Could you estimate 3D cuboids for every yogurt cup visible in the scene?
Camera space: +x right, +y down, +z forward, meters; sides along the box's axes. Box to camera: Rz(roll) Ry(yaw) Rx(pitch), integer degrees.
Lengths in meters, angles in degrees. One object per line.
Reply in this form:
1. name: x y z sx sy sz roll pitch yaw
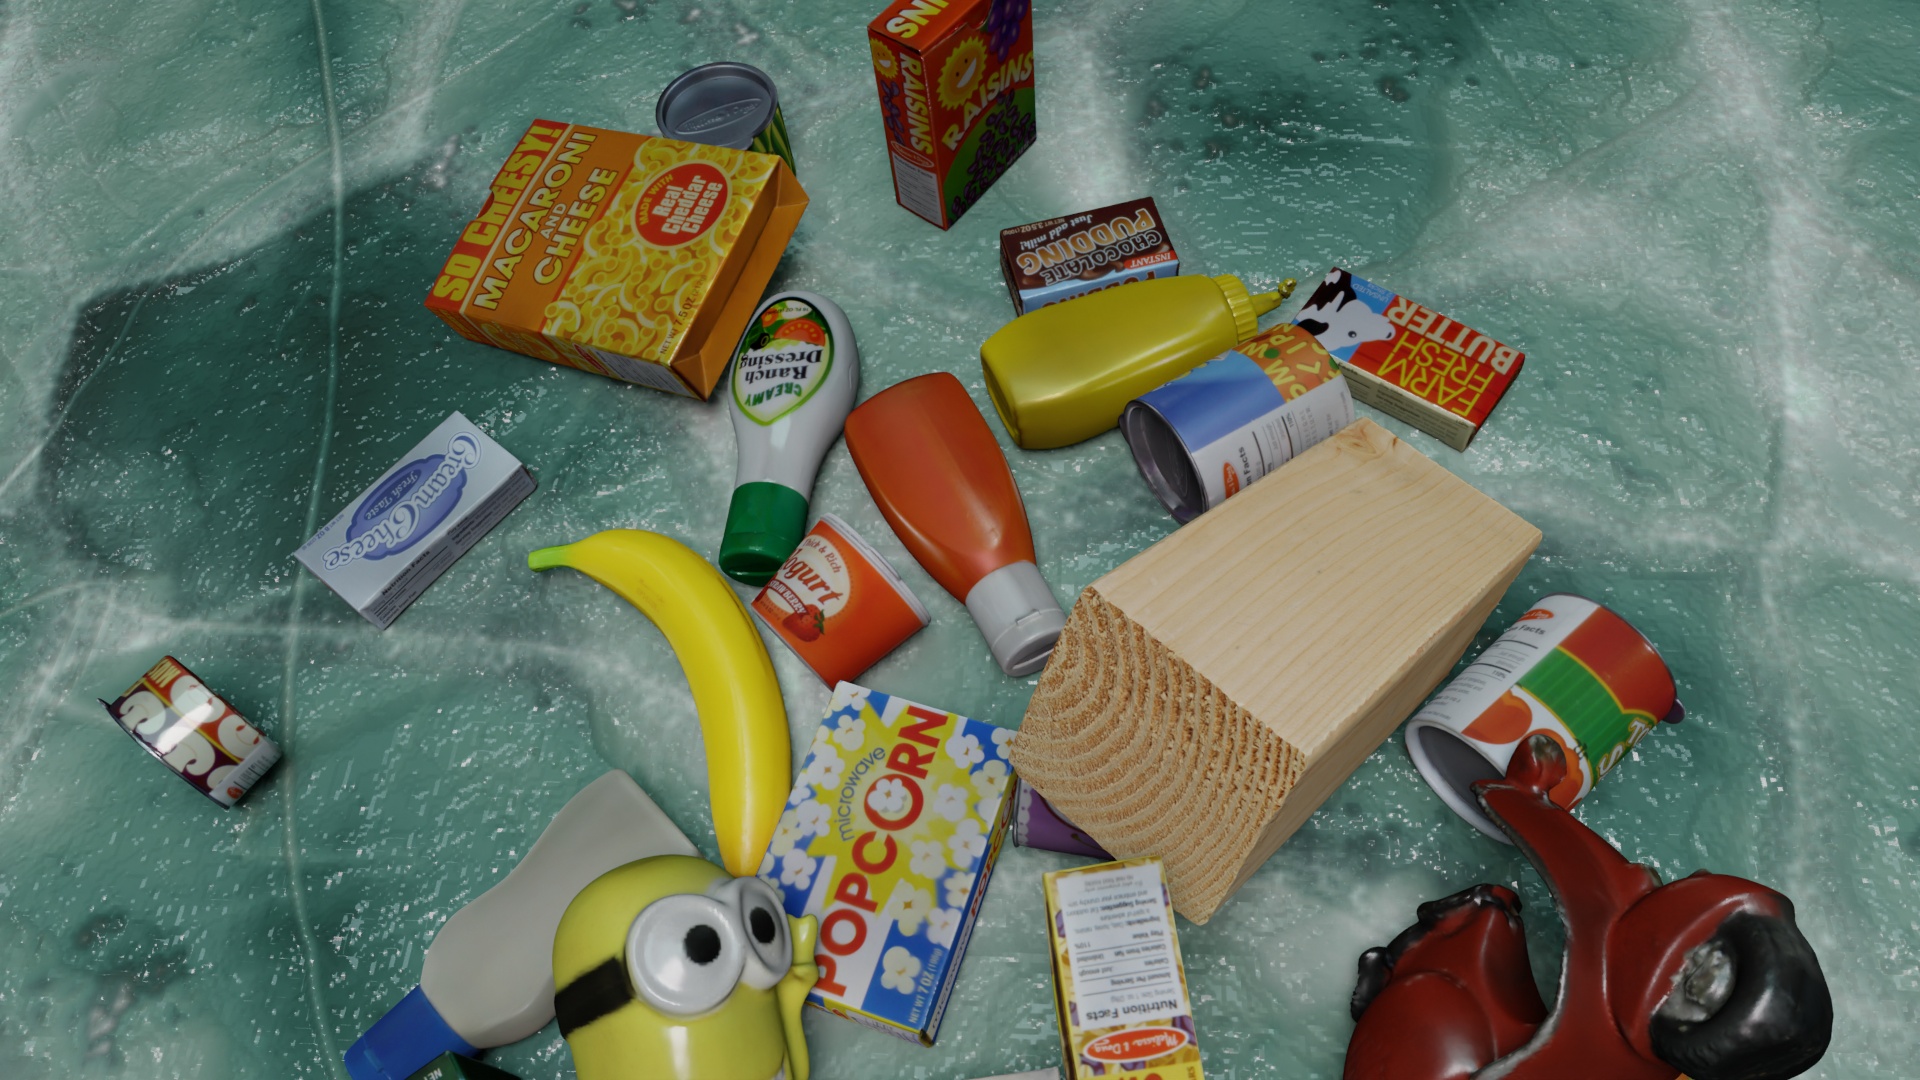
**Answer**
1. yogurt cup: -0.055 0.030 0.611 0.054 0.072 0.072 -44 66 -9

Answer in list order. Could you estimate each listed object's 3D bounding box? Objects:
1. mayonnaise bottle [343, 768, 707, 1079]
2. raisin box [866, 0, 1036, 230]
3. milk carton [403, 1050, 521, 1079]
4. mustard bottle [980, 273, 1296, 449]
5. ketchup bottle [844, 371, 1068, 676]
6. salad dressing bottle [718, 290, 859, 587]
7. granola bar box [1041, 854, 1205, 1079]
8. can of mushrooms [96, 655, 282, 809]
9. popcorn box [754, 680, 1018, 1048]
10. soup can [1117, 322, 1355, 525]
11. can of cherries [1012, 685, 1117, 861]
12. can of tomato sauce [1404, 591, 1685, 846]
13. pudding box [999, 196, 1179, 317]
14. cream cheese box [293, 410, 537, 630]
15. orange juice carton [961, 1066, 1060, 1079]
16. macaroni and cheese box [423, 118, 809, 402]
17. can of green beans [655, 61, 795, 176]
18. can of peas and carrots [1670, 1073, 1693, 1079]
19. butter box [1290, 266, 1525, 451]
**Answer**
1. mayonnaise bottle: -0.174 0.163 0.557 0.148 0.041 0.065 -43 64 -17
2. raisin box: -0.001 -0.236 0.723 0.040 0.122 0.086 33 68 22
3. milk carton: -0.152 0.279 0.469 0.072 0.073 0.191 -33 63 -13
4. mustard bottle: 0.092 -0.095 0.677 0.160 0.048 0.065 -19 56 -7
5. ketchup bottle: 0.002 -0.008 0.637 0.065 0.043 0.149 -25 61 -8
6. salad dressing bottle: -0.085 -0.050 0.669 0.064 0.043 0.148 -3 60 16
7. granola bar box: 0.058 0.187 0.451 0.039 0.164 0.125 -9 60 3
8. can of mushrooms: -0.333 0.081 0.602 0.071 0.070 0.033 32 67 21
9. popcorn box: -0.031 0.129 0.564 0.085 0.038 0.127 14 62 15
10. soup can: 0.127 -0.055 0.641 0.084 0.071 0.071 -29 62 -12
11. can of cherries: 0.055 0.094 0.558 0.058 0.071 0.072 8 61 9
12. can of tomato sauce: 0.233 0.073 0.558 0.083 0.071 0.071 -38 64 -15
13. pudding box: 0.066 -0.142 0.717 0.084 0.030 0.050 -13 61 -2
14. cream cheese box: -0.263 -0.011 0.674 0.053 0.024 0.104 34 69 20
15. orange juice carton: 0.014 0.277 0.455 0.072 0.072 0.193 -9 59 0
16. macaroni and cheese box: -0.177 -0.148 0.710 0.166 0.040 0.124 16 72 25
17. can of green beans: -0.127 -0.217 0.761 0.071 0.057 0.071 -2 60 4
18. can of peas and carrots: 0.257 0.215 0.474 0.059 0.070 0.071 27 66 20
19. butter box: 0.214 -0.089 0.676 0.103 0.024 0.053 31 68 21
